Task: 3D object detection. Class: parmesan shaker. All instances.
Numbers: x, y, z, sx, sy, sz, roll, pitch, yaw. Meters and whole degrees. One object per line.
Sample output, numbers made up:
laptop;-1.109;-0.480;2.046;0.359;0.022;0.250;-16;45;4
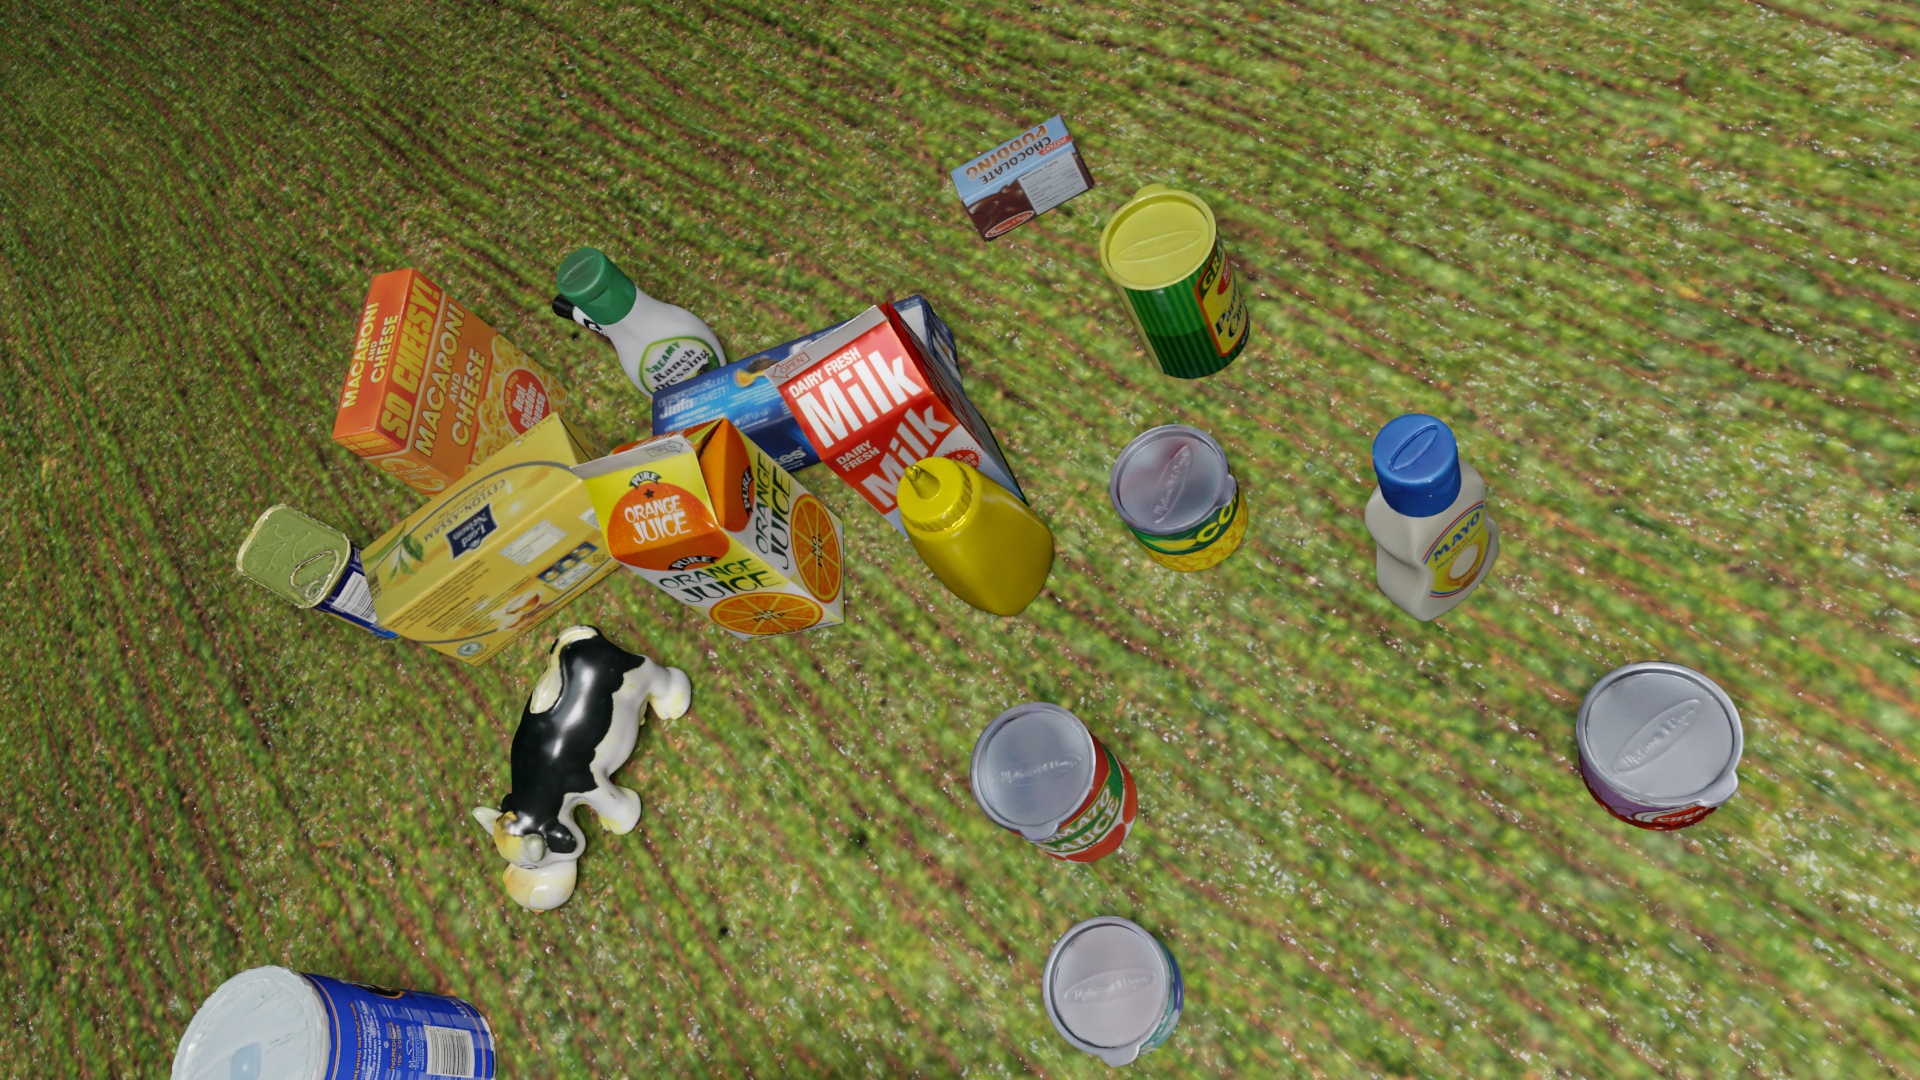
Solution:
parmesan shaker;0.127;-0.149;0.809;0.071;0.103;0.071;-10;63;20

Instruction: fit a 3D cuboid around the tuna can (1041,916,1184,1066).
tuna can;0.078;0.227;0.695;0.071;0.032;0.071;-9;63;20

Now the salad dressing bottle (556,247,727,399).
salad dressing bottle;-0.211;-0.140;0.926;0.064;0.147;0.044;-37;58;4

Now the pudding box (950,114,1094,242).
pudding box;0.041;-0.239;0.921;0.083;0.049;0.030;-26;59;11

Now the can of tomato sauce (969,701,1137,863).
can of tomato sauce;0.051;0.129;0.723;0.071;0.083;0.071;-10;63;20

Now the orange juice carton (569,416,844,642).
orange juice carton;-0.141;-0.010;0.807;0.072;0.192;0.073;-13;63;18

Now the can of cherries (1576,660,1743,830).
can of cherries;0.319;0.097;0.635;0.071;0.058;0.072;-10;63;20

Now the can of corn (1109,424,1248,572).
can of corn;0.125;-0.022;0.776;0.071;0.058;0.071;-10;63;20

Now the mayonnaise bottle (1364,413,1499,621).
mayonnaise bottle;0.227;-0.012;0.674;0.065;0.147;0.041;-44;57;0

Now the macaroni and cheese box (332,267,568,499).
macaroni and cheese box;-0.342;-0.088;0.948;0.040;0.166;0.124;-8;64;21

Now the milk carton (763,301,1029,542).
milk carton;-0.036;-0.066;0.789;0.072;0.190;0.074;-30;58;8

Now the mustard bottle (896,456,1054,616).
mustard bottle;0.003;-0.010;0.764;0.049;0.160;0.065;25;79;31
